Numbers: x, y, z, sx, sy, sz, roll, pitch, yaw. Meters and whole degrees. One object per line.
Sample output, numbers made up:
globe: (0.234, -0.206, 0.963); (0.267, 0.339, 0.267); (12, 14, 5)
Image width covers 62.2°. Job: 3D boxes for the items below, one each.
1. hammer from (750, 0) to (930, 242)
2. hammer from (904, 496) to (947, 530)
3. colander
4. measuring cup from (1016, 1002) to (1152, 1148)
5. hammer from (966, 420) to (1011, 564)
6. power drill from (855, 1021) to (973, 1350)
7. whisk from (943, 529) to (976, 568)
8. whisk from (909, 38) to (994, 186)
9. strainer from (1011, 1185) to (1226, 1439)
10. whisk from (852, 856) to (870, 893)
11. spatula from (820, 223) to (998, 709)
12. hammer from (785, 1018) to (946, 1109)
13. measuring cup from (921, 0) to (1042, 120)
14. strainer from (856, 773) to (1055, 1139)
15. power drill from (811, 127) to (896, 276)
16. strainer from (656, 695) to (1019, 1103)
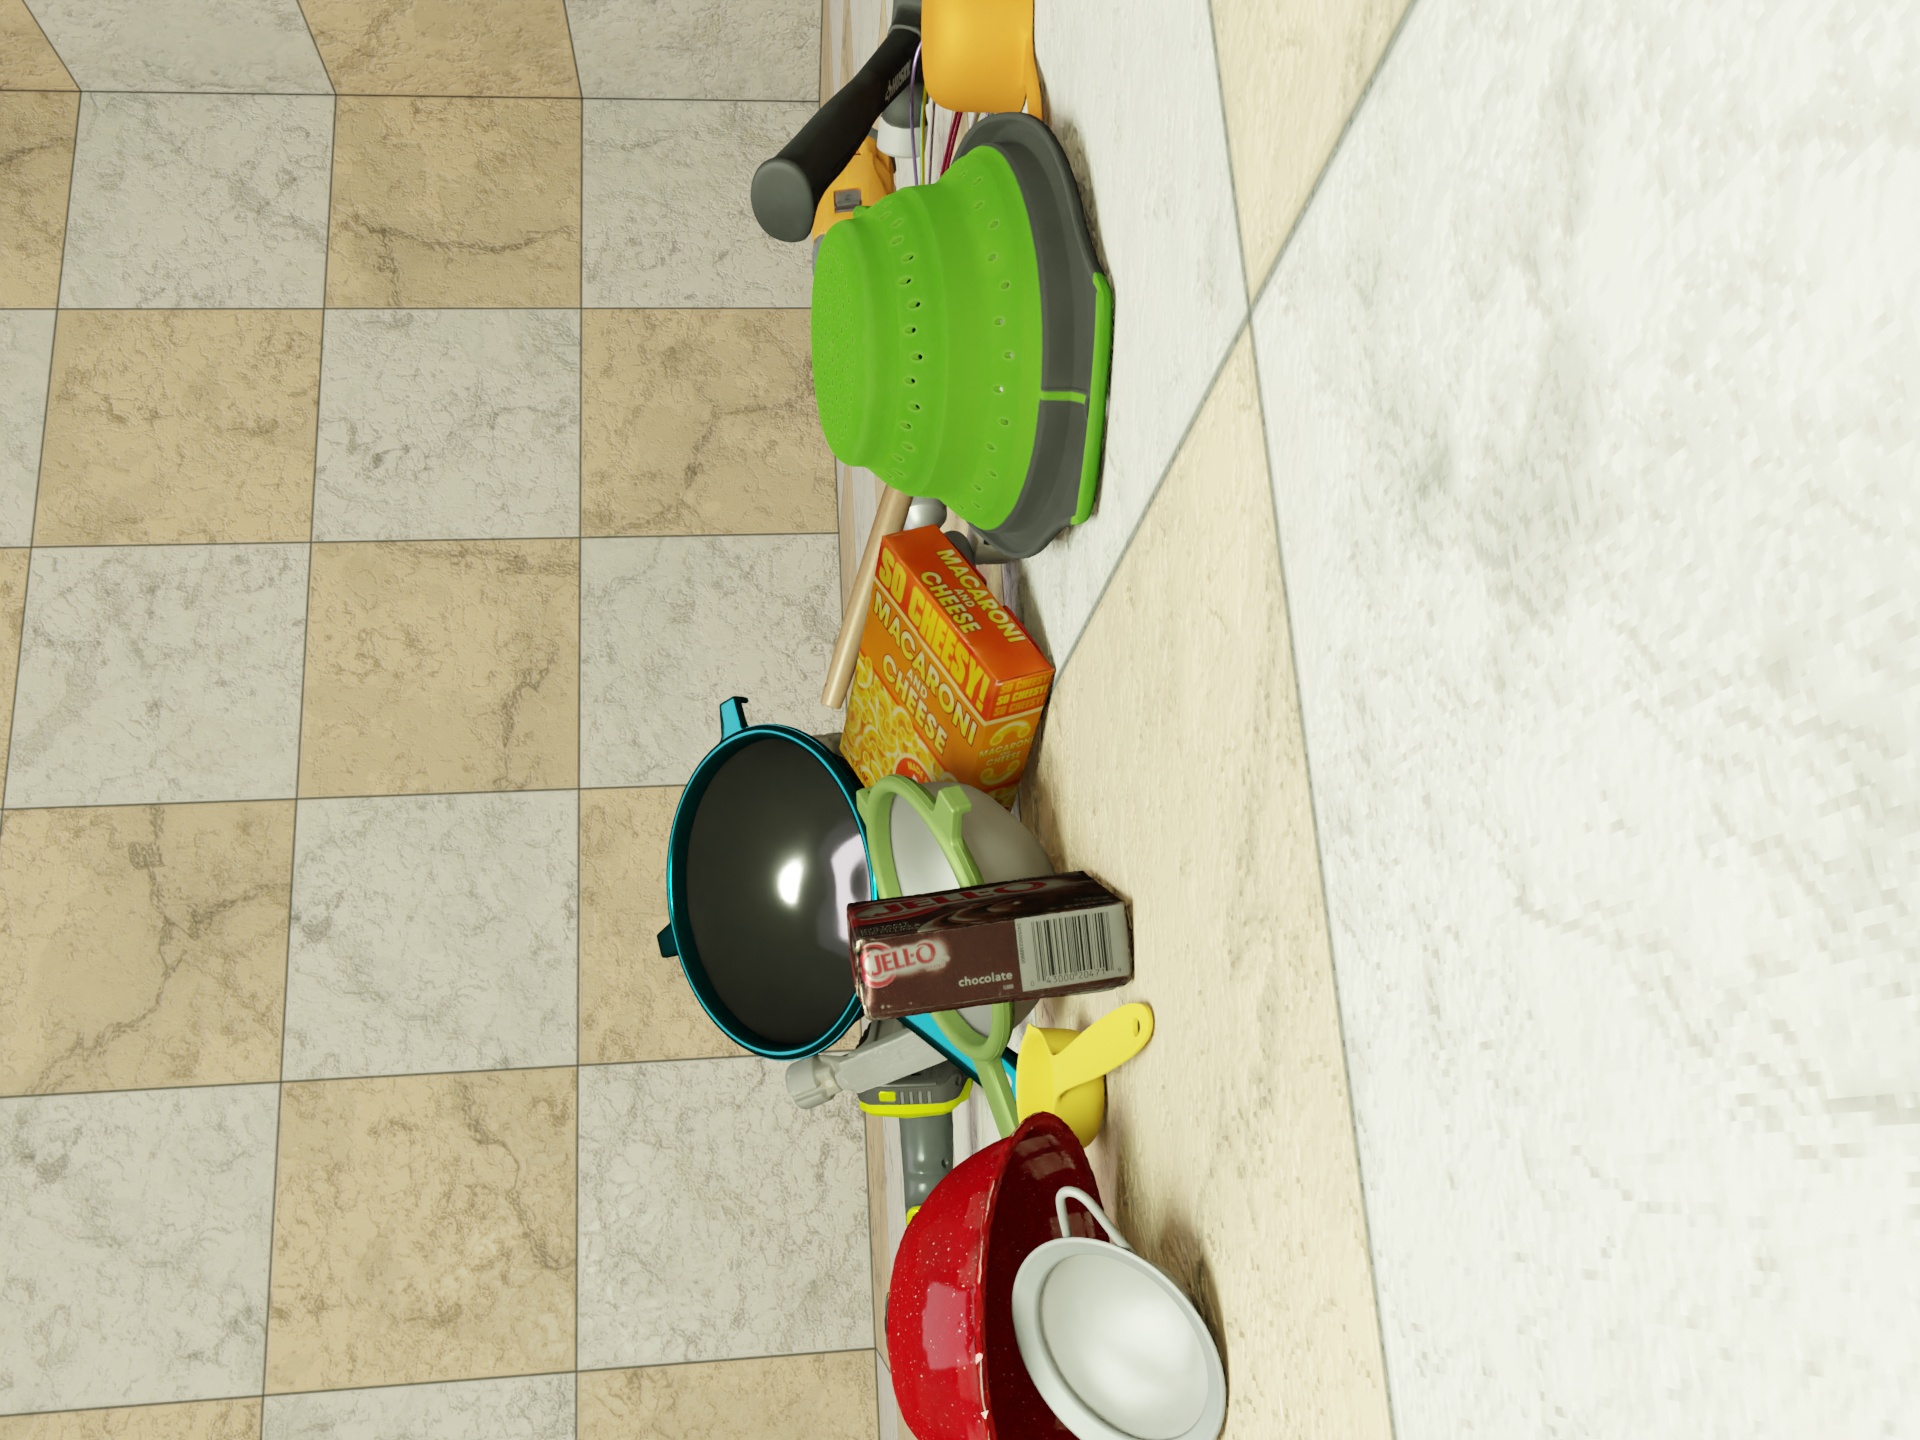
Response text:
hammer: (-0.055, -0.342, 0.870); (0.335, 0.035, 0.146); (-73, -5, -53)
hammer: (-0.059, -0.011, 1.161); (0.405, 0.035, 0.144); (117, 152, -64)
colander: (-0.039, -0.212, 0.811); (0.398, 0.094, 0.204); (-122, 32, -58)
measuring cup: (0.060, 0.148, 0.681); (0.156, 0.029, 0.062); (125, 145, -59)
hammer: (0.002, -0.213, 1.006); (0.332, 0.031, 0.130); (-99, 11, -50)
power drill: (-0.026, 0.331, 1.120); (0.171, 0.080, 0.223); (-35, -59, -83)
whisk: (-0.002, -0.004, 0.948); (0.055, 0.055, 0.238); (-103, 9, -59)
whisk: (-0.013, -0.300, 0.960); (0.047, 0.051, 0.244); (-59, -16, -57)
strainer: (0.067, 0.283, 0.557); (0.087, 0.050, 0.258); (-6, 91, 40)
whisk: (-0.047, 0.072, 1.179); (0.057, 0.059, 0.246); (58, -170, -13)
spatula: (-0.026, -0.157, 0.916); (0.060, 0.018, 0.316); (-147, 75, -71)
hammer: (-0.030, 0.157, 1.164); (0.036, 0.149, 0.359); (62, -168, -15)
measuring cup: (0.010, -0.337, 0.812); (0.095, 0.052, 0.174); (95, 172, -46)
strainer: (0.029, 0.140, 0.808); (0.151, 0.069, 0.256); (-9, 101, 70)
power drill: (-0.061, -0.287, 1.147); (0.226, 0.084, 0.185); (69, -164, -73)
strainer: (-0.049, 0.133, 0.990); (0.341, 0.095, 0.211); (31, 111, 38)
